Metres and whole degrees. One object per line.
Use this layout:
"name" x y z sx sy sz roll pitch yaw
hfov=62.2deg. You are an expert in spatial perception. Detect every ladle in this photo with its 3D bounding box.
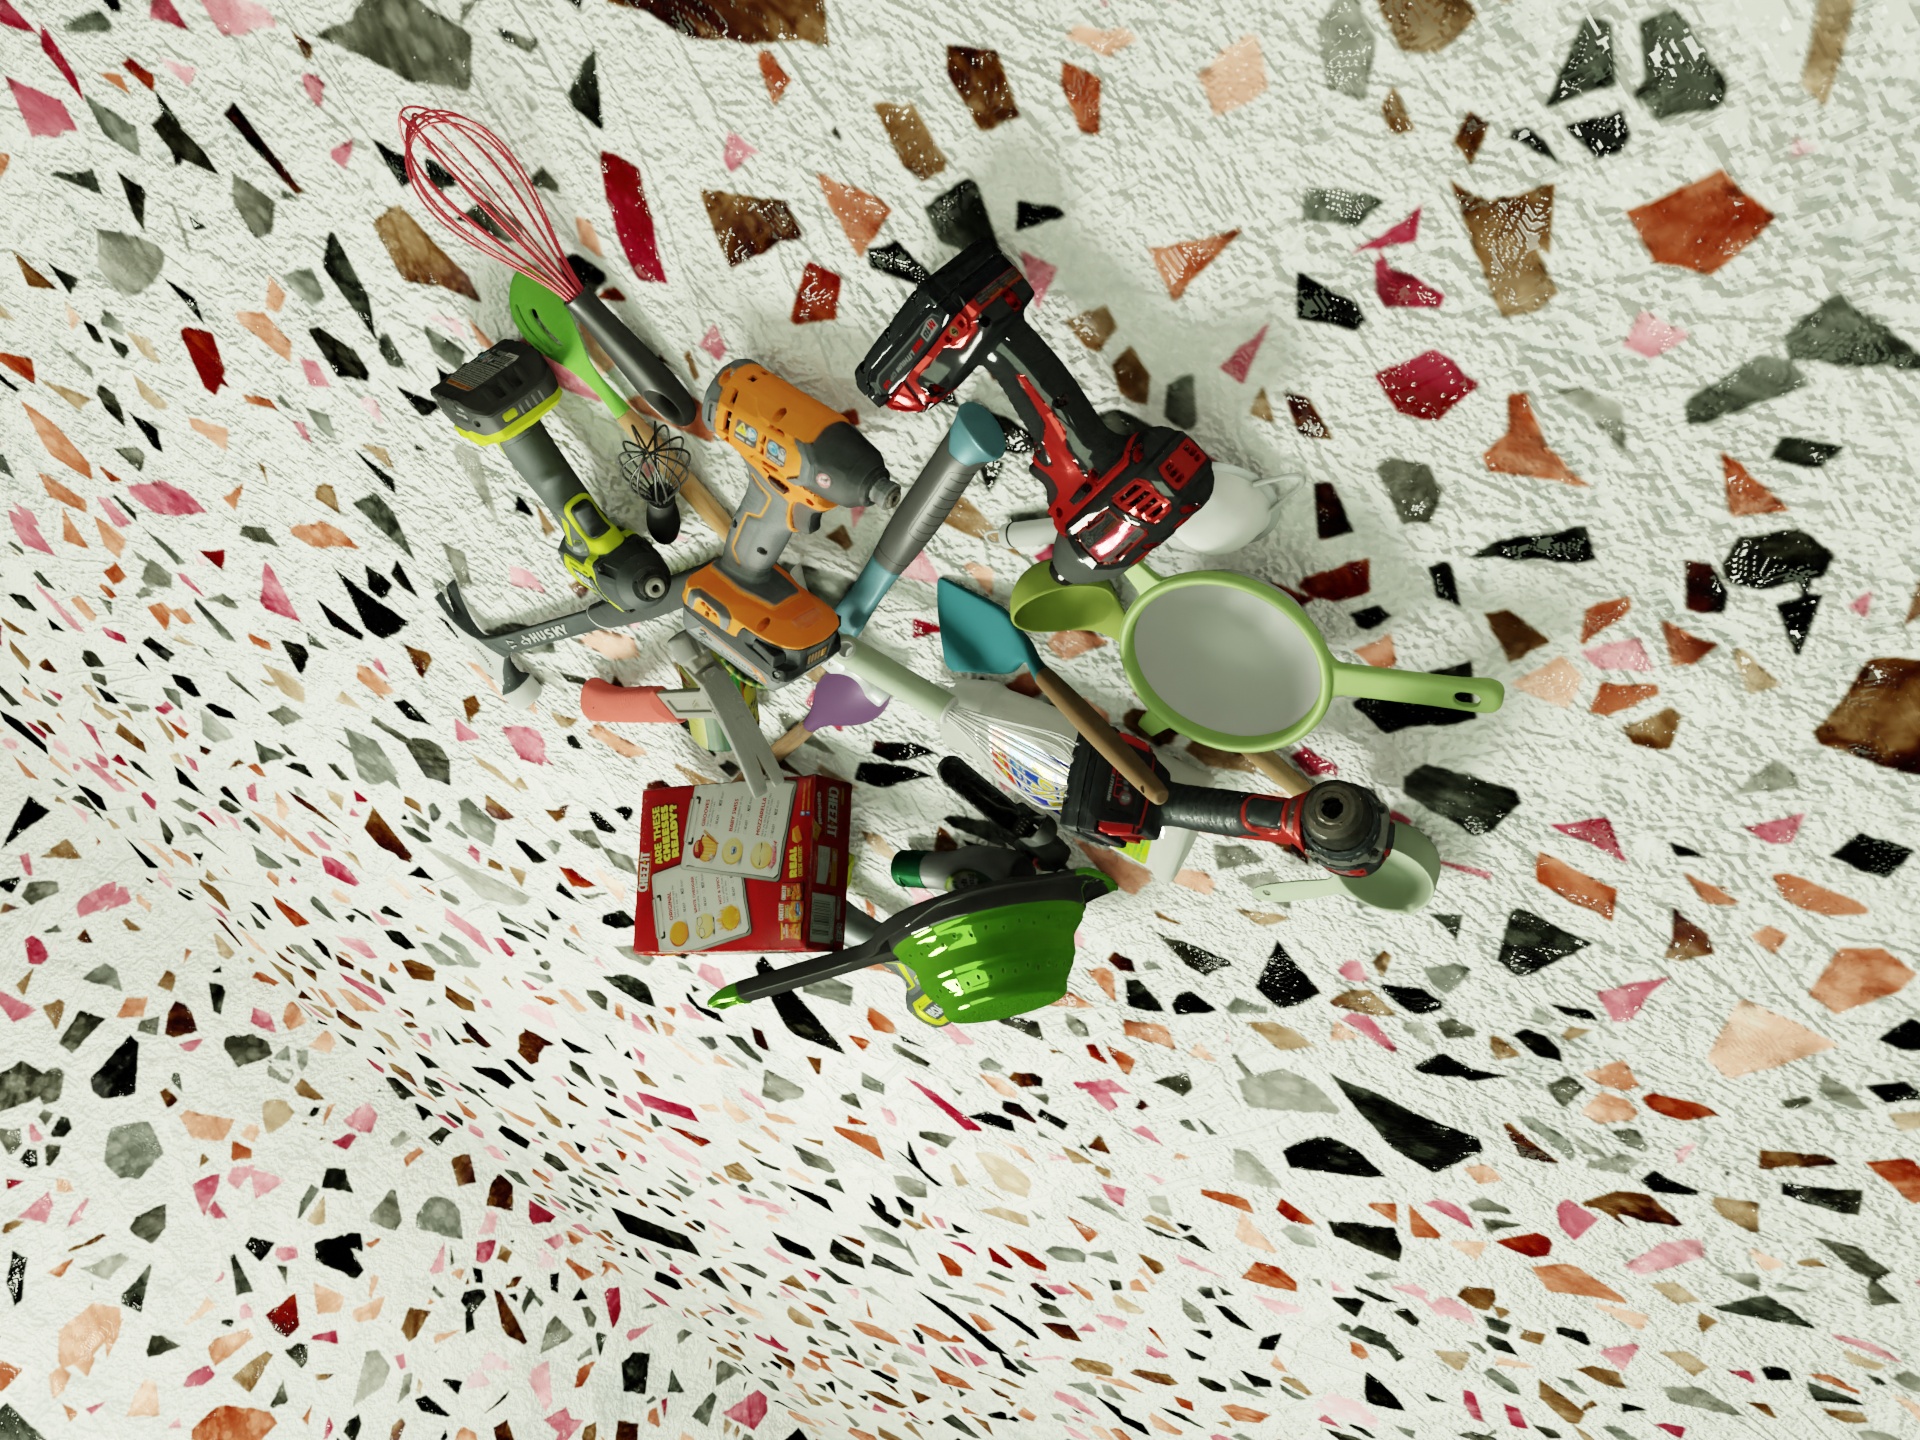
"ladle" 0.168 -0.011 1.182 0.320 0.062 0.078 39 141 -13

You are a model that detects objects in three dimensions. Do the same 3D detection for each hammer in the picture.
"hammer" -0.348 -0.099 1.486 0.409 0.036 0.149 -10 125 43
"hammer" -0.270 -0.006 1.436 0.359 0.037 0.149 -1 119 61
"hammer" -0.049 -0.129 1.221 0.128 0.033 0.331 38 143 -3

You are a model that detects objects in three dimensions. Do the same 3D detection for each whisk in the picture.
"whisk" -0.002 -0.004 1.251 0.246 0.058 0.059 31 179 17
"whisk" -0.237 -0.178 1.245 0.055 0.055 0.239 34 168 -2
"whisk" -0.296 -0.327 1.166 0.073 0.073 0.295 -10 133 43

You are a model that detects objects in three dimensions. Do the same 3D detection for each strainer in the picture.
"strainer" 0.115 -0.134 1.093 0.258 0.050 0.086 -1 147 42
"strainer" 0.238 -0.047 1.077 0.256 0.069 0.151 9 132 23

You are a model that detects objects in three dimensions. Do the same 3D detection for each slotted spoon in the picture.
"slotted spoon" -0.251 -0.226 1.271 0.070 0.031 0.313 -7 130 52

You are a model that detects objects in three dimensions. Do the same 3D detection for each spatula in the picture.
"spatula" -0.149 0.015 1.479 0.059 0.018 0.316 45 142 -8
"spatula" 0.061 -0.016 1.145 0.318 0.044 0.082 -131 31 -56

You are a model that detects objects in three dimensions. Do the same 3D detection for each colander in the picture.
"colander" -0.043 0.235 1.423 0.397 0.095 0.204 -19 160 15

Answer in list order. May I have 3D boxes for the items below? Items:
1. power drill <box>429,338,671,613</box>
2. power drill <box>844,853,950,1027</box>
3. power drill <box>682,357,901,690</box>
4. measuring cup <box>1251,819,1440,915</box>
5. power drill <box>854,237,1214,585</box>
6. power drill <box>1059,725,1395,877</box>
"power drill" -0.319 -0.189 1.285 0.171 0.080 0.223 28 154 55
"power drill" -0.068 0.215 1.591 0.228 0.080 0.190 33 152 -3
"power drill" -0.127 -0.137 1.191 0.164 0.084 0.226 34 132 20
"measuring cup" 0.299 0.117 1.245 0.167 0.038 0.083 -17 122 49
"power drill" 0.046 -0.185 1.024 0.219 0.078 0.143 45 140 -3
"power drill" 0.190 0.060 1.122 0.227 0.080 0.187 10 173 19
